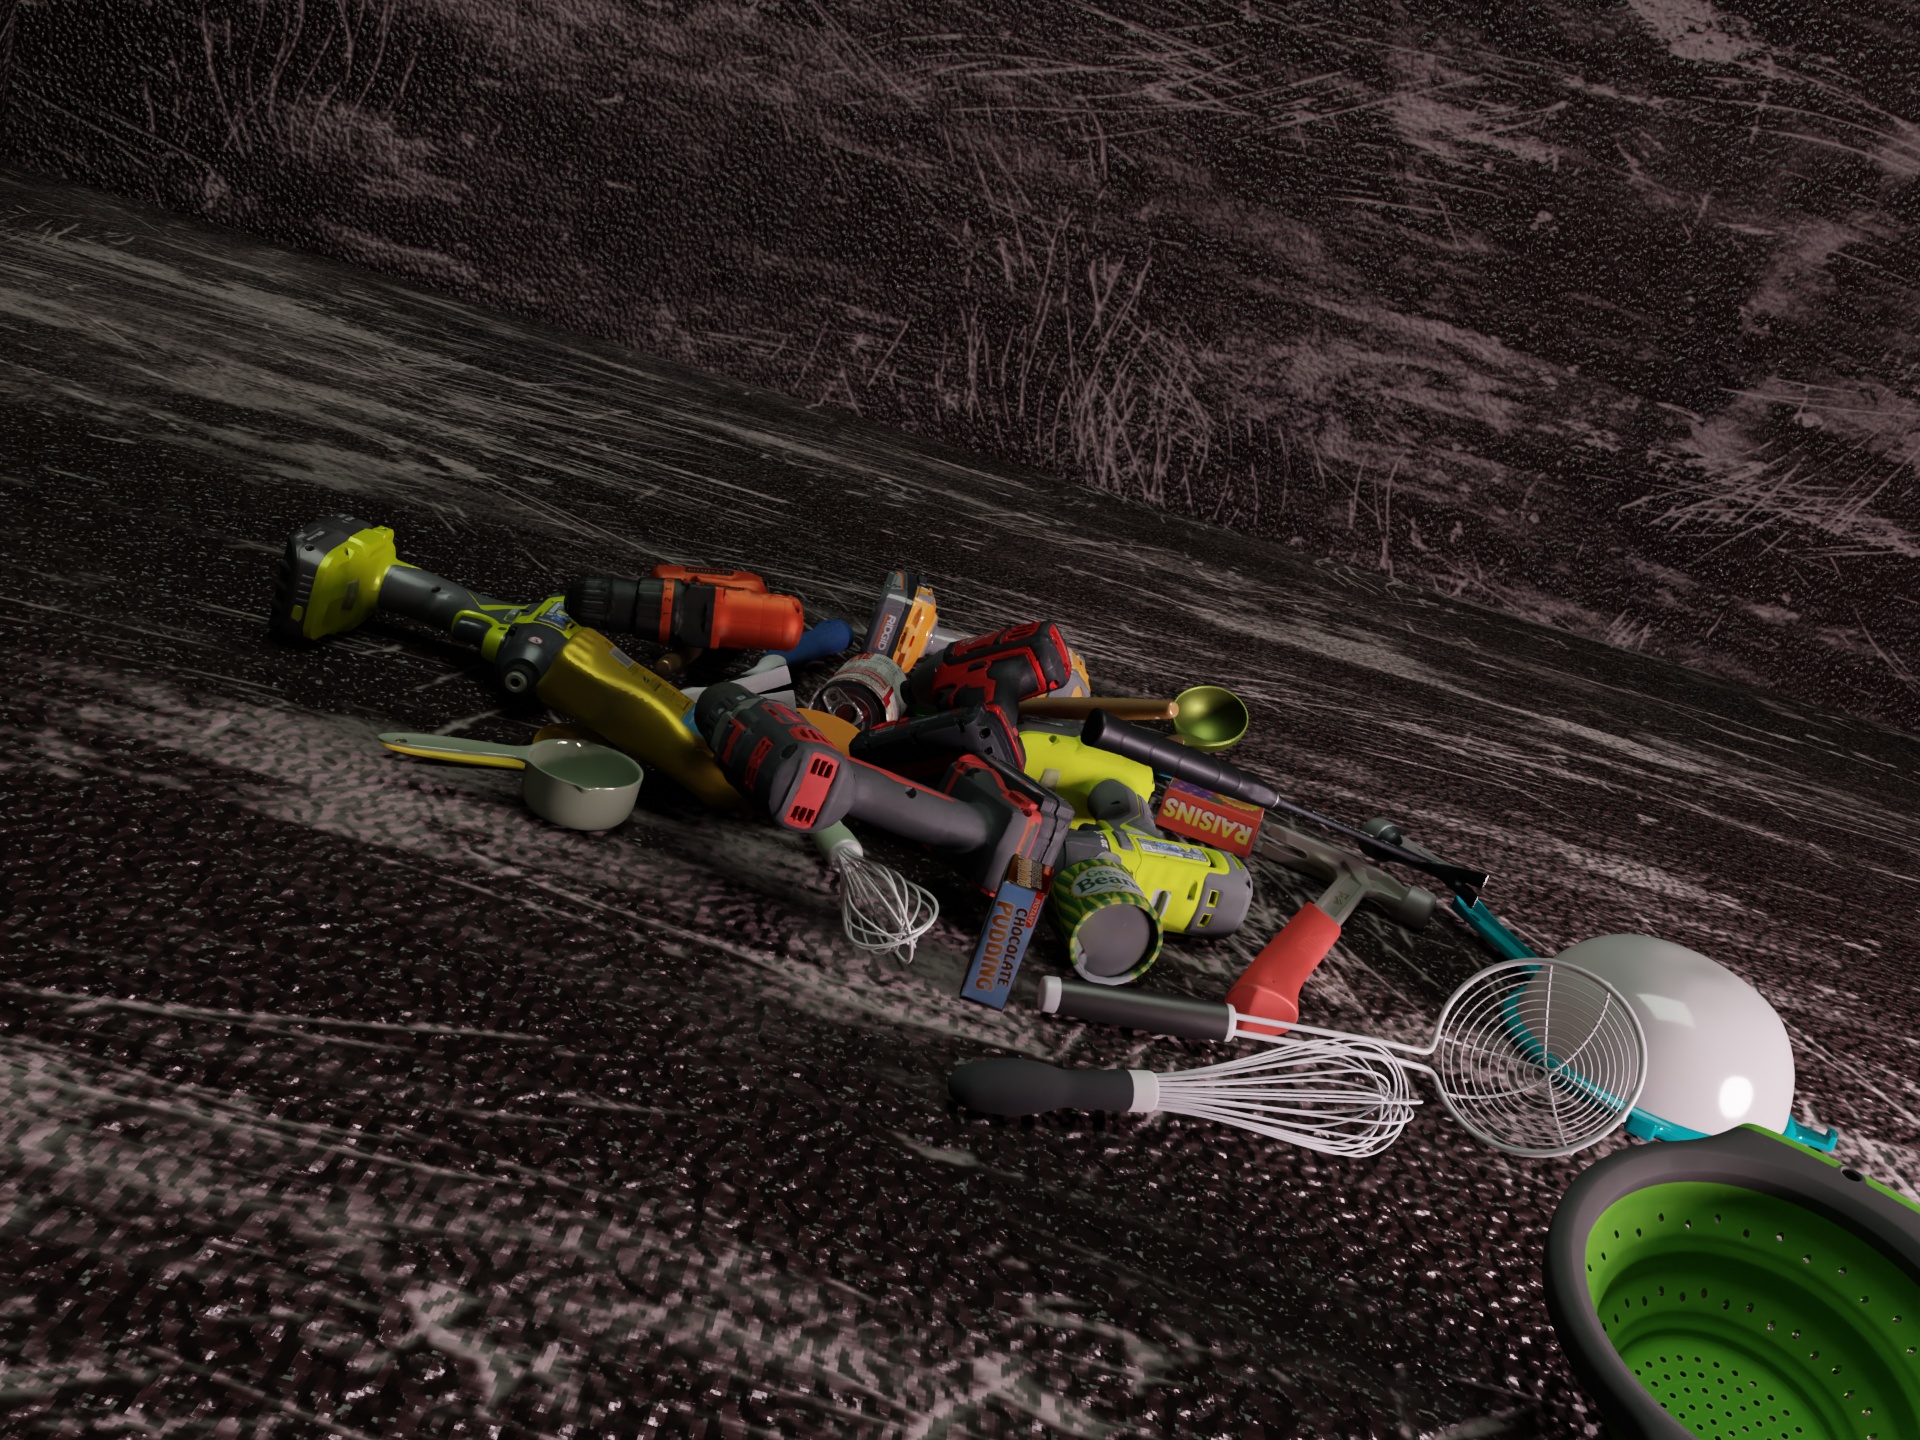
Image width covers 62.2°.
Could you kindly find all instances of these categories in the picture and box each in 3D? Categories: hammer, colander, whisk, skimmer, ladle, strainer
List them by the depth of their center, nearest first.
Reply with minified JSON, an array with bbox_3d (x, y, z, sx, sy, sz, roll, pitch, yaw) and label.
[{"bbox_3d":[0.306,0.327,0.659,0.205,0.094,0.397,28,38,29],"label":"colander"},{"bbox_3d":[0.128,0.208,0.887,0.284,0.070,0.070,6,20,-17],"label":"whisk"},{"bbox_3d":[0.232,0.186,0.978,0.363,0.090,0.127,11,61,-8],"label":"skimmer"},{"bbox_3d":[-0.073,0.093,1.056,0.059,0.057,0.247,-23,25,-12],"label":"whisk"},{"bbox_3d":[0.252,0.155,1.184,0.149,0.036,0.359,24,18,21],"label":"hammer"},{"bbox_3d":[0.489,0.190,1.199,0.211,0.095,0.341,9,20,-23],"label":"strainer"},{"bbox_3d":[0.255,0.067,1.267,0.408,0.036,0.149,21,6,-32],"label":"hammer"},{"bbox_3d":[-0.158,-0.046,1.353,0.144,0.035,0.405,-8,9,13],"label":"hammer"},{"bbox_3d":[0.200,0.012,1.491,0.078,0.062,0.320,27,16,19],"label":"ladle"}]

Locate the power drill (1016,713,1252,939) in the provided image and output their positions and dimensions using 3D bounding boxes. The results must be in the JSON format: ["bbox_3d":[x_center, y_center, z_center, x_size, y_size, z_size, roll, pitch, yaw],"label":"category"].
[{"bbox_3d":[0.095,0.079,1.204,0.190,0.080,0.229,11,21,-18],"label":"power drill"}]

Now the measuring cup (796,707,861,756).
[{"bbox_3d":[-0.131,0.008,1.241,0.095,0.052,0.174,6,23,-30],"label":"measuring cup"}]

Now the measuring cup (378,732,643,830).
[{"bbox_3d":[-0.293,0.037,1.034,0.167,0.038,0.083,9,19,-17],"label":"measuring cup"}]

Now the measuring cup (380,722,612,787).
[{"bbox_3d":[-0.313,0.015,1.085,0.156,0.029,0.062,9,19,-31],"label":"measuring cup"}]

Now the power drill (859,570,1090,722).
[{"bbox_3d":[0.021,-0.075,1.598,0.226,0.084,0.185,20,17,-4],"label":"power drill"}]

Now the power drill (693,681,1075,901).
[{"bbox_3d":[-0.060,0.039,1.034,0.226,0.080,0.188,20,7,-30],"label":"power drill"}]

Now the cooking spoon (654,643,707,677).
[{"bbox_3d":[-0.226,-0.061,1.346,0.068,0.017,0.319,7,8,-2],"label":"cooking spoon"}]

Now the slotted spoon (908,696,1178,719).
[{"bbox_3d":[0.060,-0.011,1.345,0.070,0.031,0.314,16,-10,-41],"label":"slotted spoon"}]

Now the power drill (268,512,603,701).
[{"bbox_3d":[-0.400,-0.080,1.225,0.223,0.080,0.171,19,16,-6],"label":"power drill"}]

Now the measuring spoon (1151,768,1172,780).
[{"bbox_3d":[0.178,0.037,1.490,0.128,0.021,0.042,17,17,-3],"label":"measuring spoon"}]

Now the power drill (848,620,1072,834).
[{"bbox_3d":[-0.002,-0.004,1.225,0.143,0.078,0.220,-14,21,21],"label":"power drill"}]
